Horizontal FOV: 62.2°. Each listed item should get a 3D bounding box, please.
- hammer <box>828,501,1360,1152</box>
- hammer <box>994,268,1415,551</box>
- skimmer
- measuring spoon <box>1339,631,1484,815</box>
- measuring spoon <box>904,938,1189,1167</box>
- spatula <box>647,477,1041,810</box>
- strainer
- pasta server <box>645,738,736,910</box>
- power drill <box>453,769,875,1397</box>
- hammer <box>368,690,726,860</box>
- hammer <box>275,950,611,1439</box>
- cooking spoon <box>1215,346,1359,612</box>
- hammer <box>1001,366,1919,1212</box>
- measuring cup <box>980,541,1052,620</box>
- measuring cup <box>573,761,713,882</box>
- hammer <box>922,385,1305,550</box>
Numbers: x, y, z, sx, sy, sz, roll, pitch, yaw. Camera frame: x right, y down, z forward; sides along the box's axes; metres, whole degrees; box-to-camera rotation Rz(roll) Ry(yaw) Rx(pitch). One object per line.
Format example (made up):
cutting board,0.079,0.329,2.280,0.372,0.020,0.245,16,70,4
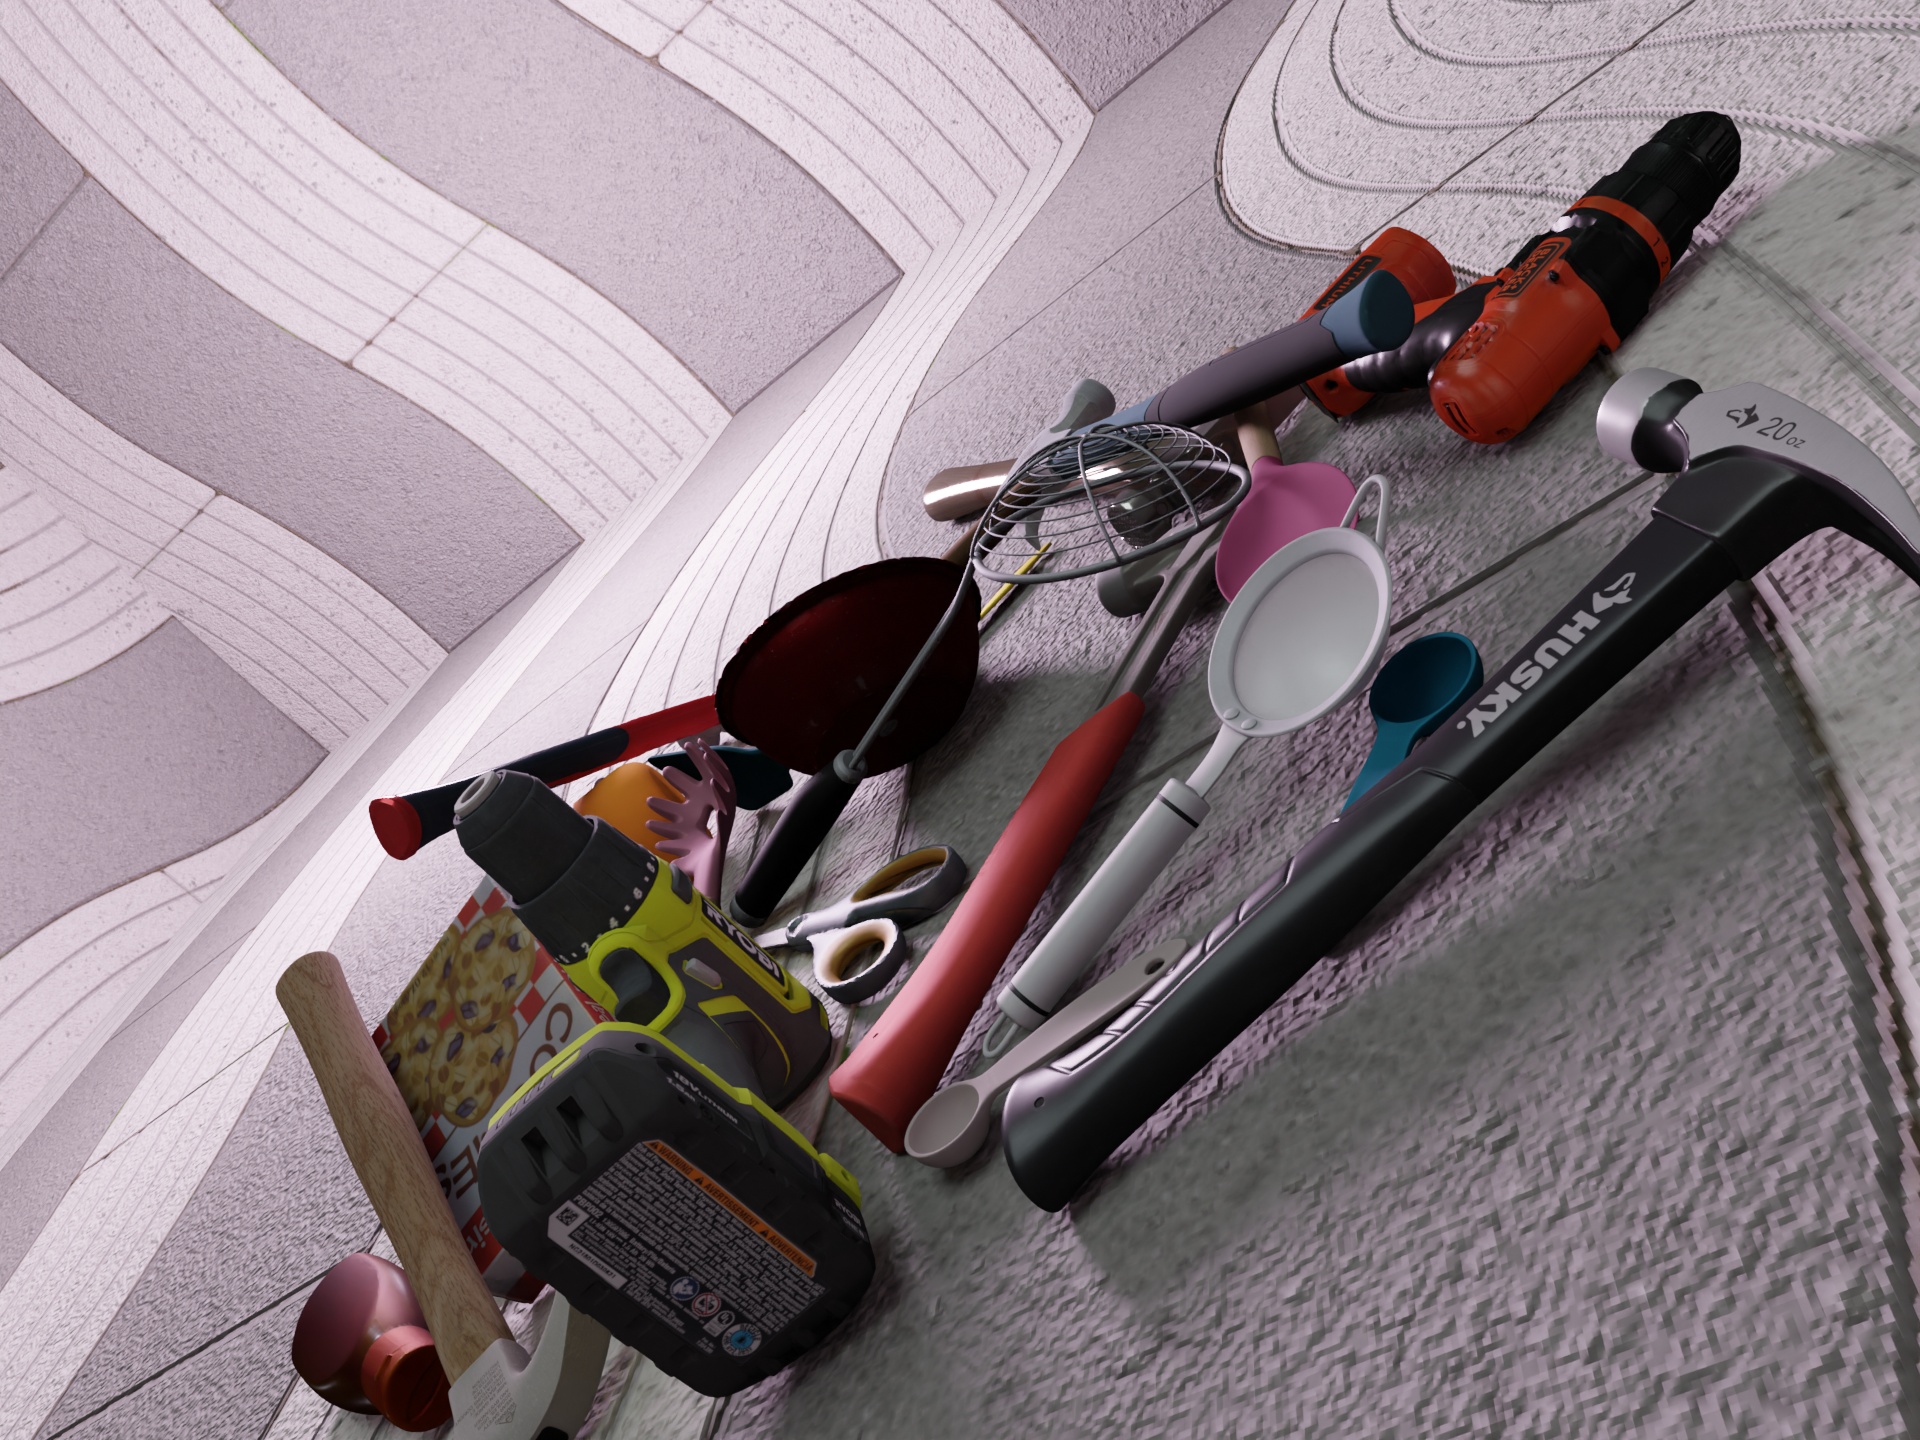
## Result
hammer,0.053,0.026,0.686,0.149,0.036,0.359,-19,30,49
hammer,0.113,-0.163,0.817,0.128,0.033,0.331,-54,18,-19
skimmer,-0.001,-0.002,0.780,0.363,0.090,0.127,-54,4,31
measuring spoon,0.147,0.026,0.542,0.042,0.021,0.129,-5,51,54
measuring spoon,0.034,0.120,0.567,0.124,0.018,0.034,-36,19,-2
spatula,-0.064,-0.037,0.926,0.317,0.082,0.044,-43,34,28
strainer,0.089,0.025,0.593,0.258,0.050,0.087,-52,30,3
pasta server,-0.139,0.110,0.830,0.060,0.040,0.316,-47,25,19
power drill,-0.119,0.120,0.602,0.080,0.190,0.229,-41,24,4
hammer,-0.222,0.012,1.024,0.143,0.038,0.386,-35,-3,25
hammer,-0.248,0.204,0.710,0.130,0.031,0.332,-45,45,-5
cooking spoon,0.144,-0.128,0.756,0.068,0.017,0.319,-37,21,21
hammer,0.140,0.031,0.488,0.335,0.035,0.146,-44,30,6
measuring cup,-0.003,-0.067,0.985,0.156,0.029,0.062,-45,3,-17
measuring cup,-0.203,0.056,0.963,0.052,0.095,0.173,-40,-20,-2
hammer,0.074,-0.171,1.059,0.146,0.038,0.411,-45,19,-12
